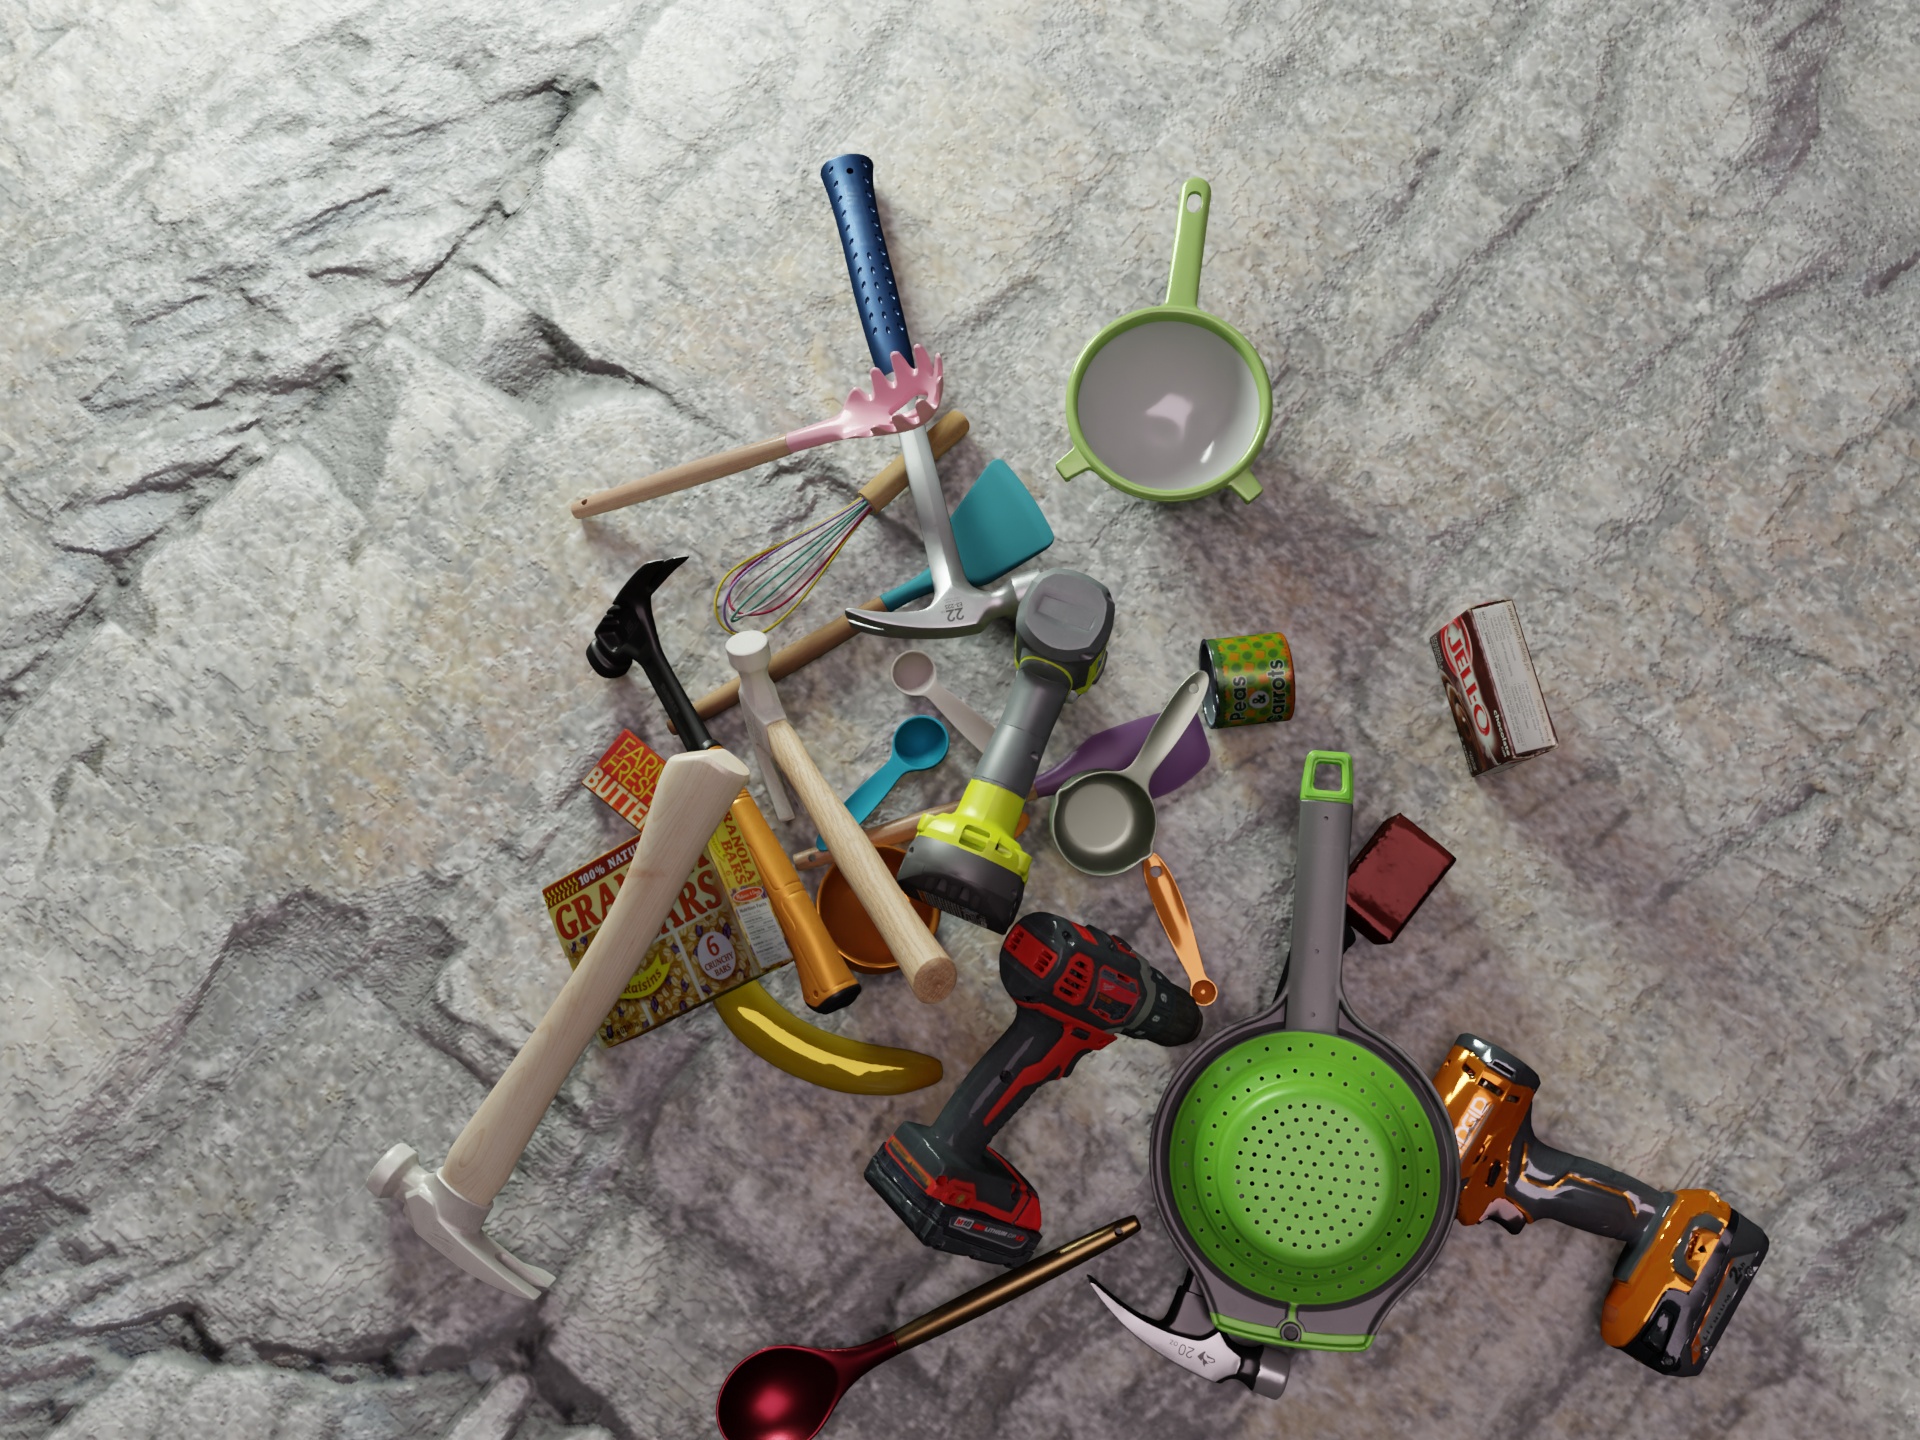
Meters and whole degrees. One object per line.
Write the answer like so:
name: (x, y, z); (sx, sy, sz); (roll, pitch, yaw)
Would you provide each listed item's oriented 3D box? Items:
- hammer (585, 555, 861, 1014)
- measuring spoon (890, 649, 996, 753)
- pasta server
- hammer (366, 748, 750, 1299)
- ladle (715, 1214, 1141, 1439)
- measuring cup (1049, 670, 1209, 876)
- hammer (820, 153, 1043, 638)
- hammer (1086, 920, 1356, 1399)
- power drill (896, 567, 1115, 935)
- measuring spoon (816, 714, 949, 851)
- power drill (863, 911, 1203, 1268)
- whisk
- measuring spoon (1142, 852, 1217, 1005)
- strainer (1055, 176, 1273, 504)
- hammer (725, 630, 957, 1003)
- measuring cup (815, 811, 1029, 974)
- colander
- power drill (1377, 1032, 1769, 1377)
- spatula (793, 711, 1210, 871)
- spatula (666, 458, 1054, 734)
hammer: (-0.158, 0.048, 1.103); (0.034, 0.127, 0.337); (-15, 68, -43)
measuring spoon: (-0.002, -0.004, 1.181); (0.124, 0.018, 0.034); (42, 81, 1)
pasta server: (-0.152, -0.199, 1.158); (0.316, 0.040, 0.060); (-14, 57, 18)
hammer: (-0.247, 0.199, 1.061); (0.146, 0.038, 0.410); (34, 104, 6)
ladle: (-0.020, 0.409, 1.079); (0.315, 0.031, 0.069); (-27, 80, 2)
measuring cup: (0.126, 0.034, 1.143); (0.083, 0.038, 0.167); (34, 90, -8)
hammer: (-0.050, -0.246, 1.184); (0.144, 0.035, 0.406); (-14, 71, 0)
hammer: (0.201, 0.283, 1.110); (0.146, 0.035, 0.335); (19, 80, 4)
power drill: (0.039, 0.024, 1.079); (0.080, 0.190, 0.228); (22, 79, 6)
measuring spoon: (-0.058, 0.050, 1.164); (0.042, 0.021, 0.128); (41, 82, 19)
power drill: (0.060, 0.249, 1.071); (0.080, 0.187, 0.226); (33, 91, 48)
whisk: (-0.088, -0.152, 1.194); (0.245, 0.051, 0.047); (-43, 76, -9)
measuring spoon: (0.157, 0.150, 1.150); (0.021, 0.011, 0.117); (-20, 76, -3)
strainer: (0.161, -0.278, 1.199); (0.151, 0.069, 0.256); (8, 79, 5)
hammer: (-0.082, 0.071, 1.046); (0.031, 0.130, 0.332); (-20, 38, -16)
measuring cup: (-0.026, 0.117, 1.142); (0.173, 0.052, 0.095); (-30, 79, -20)
colander: (0.231, 0.210, 1.042); (0.204, 0.094, 0.397); (4, 80, 11)
power drill: (0.399, 0.340, 1.075); (0.226, 0.084, 0.164); (32, 82, 11)
spatula: (0.031, 0.060, 1.164); (0.316, 0.018, 0.060); (-17, 87, -3)
spatula: (-0.082, -0.078, 1.179); (0.317, 0.044, 0.082); (-31, 73, -3)
